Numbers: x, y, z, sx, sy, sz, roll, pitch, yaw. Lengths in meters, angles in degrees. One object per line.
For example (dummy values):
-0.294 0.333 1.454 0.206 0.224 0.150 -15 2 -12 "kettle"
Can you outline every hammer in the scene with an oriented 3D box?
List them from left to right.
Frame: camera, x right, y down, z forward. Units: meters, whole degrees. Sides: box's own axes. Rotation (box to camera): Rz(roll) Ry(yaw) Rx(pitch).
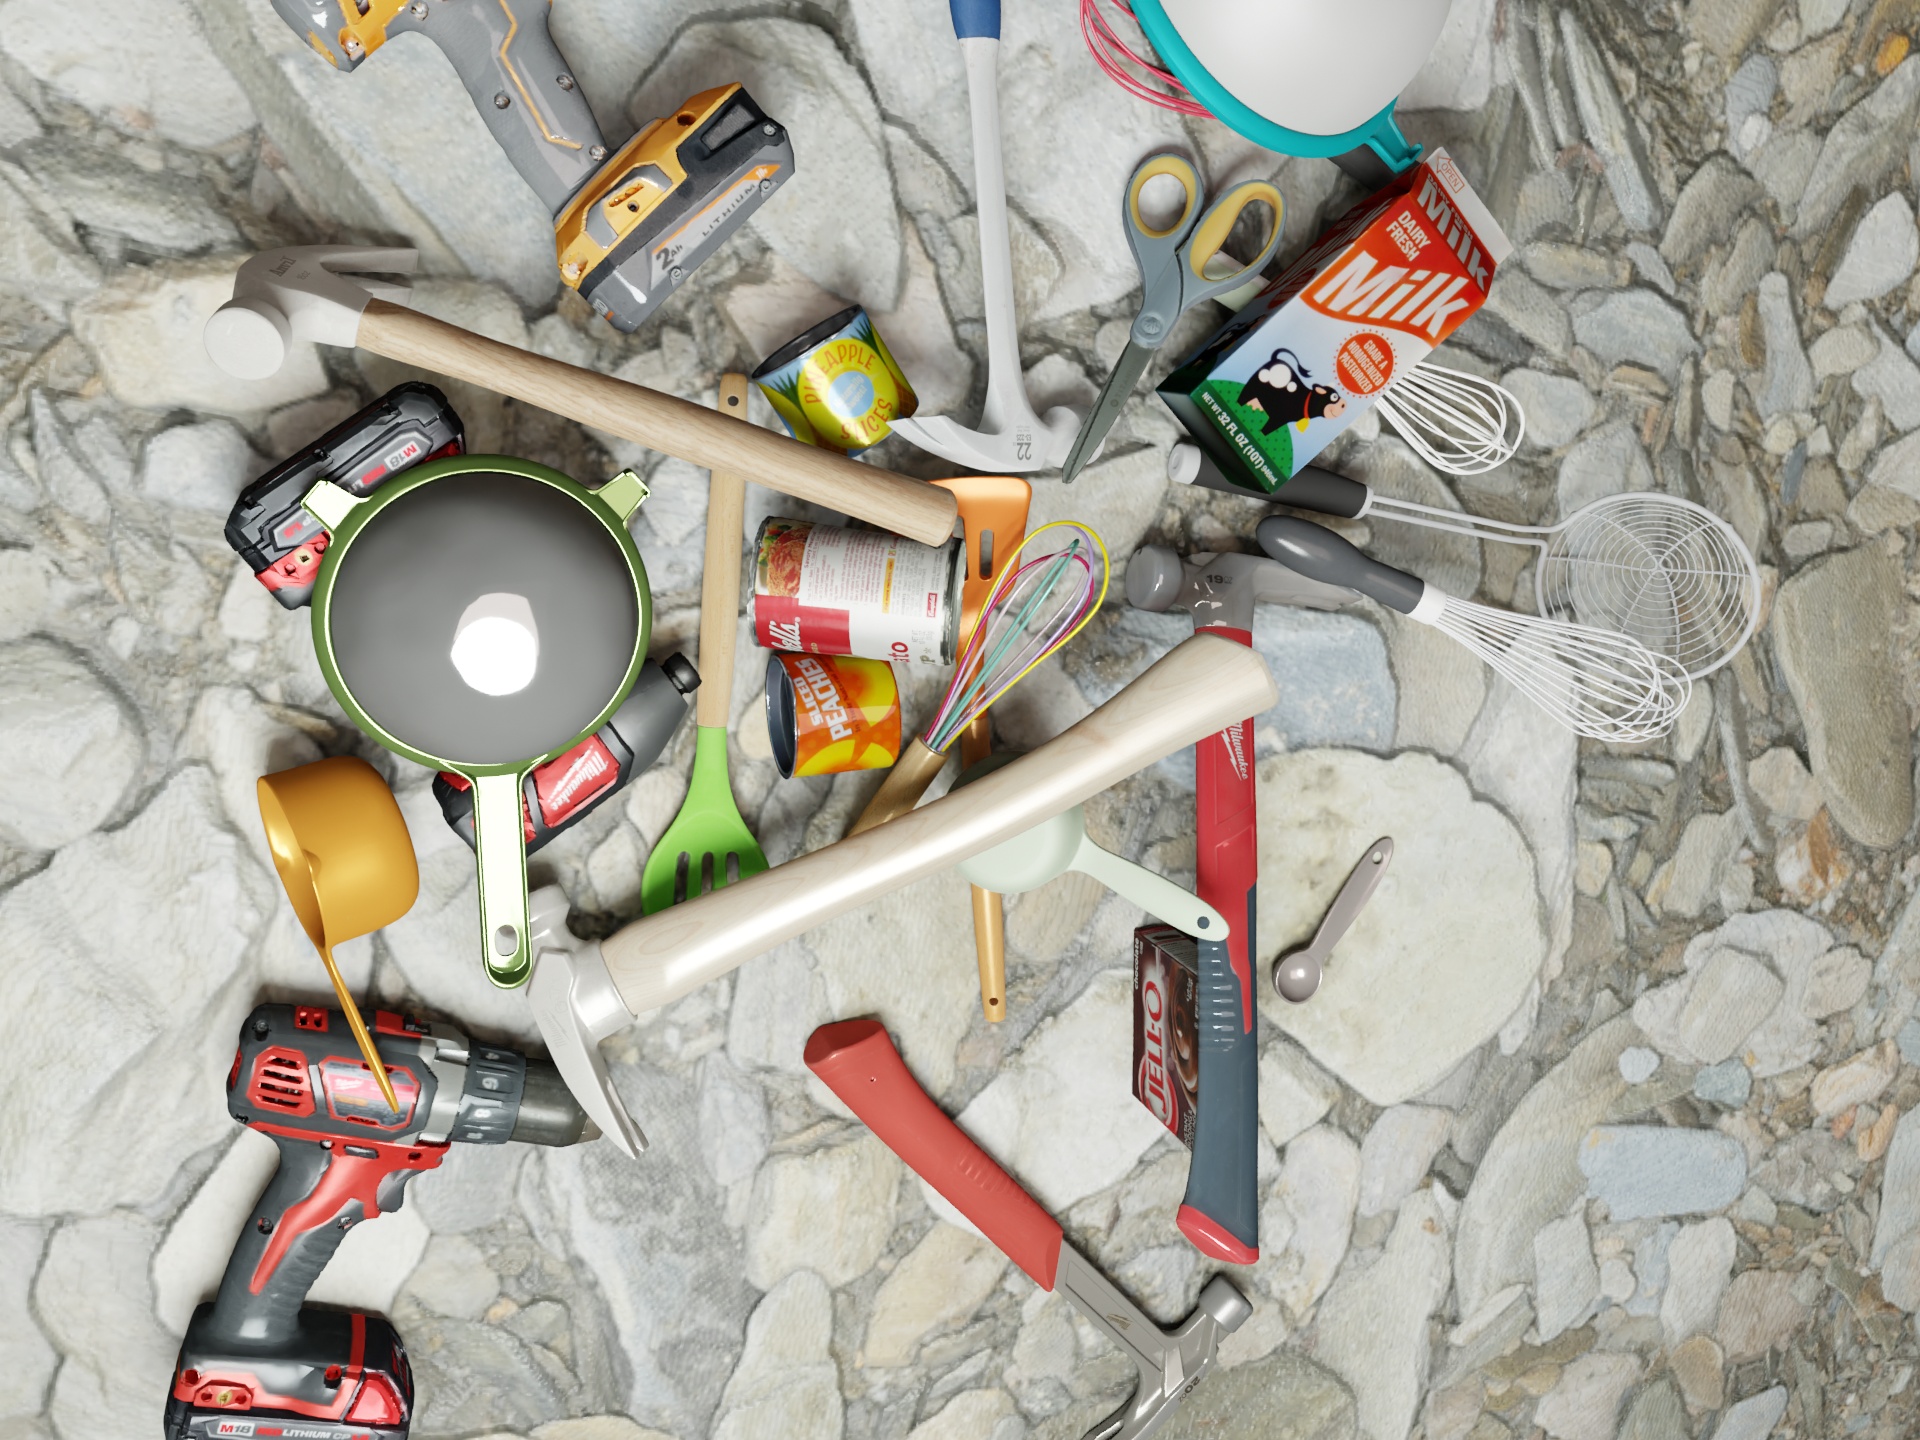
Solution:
-0.157 -0.145 0.733 0.331 0.130 0.031 17 120 -17 "hammer"
-0.025 0.074 0.811 0.410 0.038 0.146 -26 88 1 "hammer"
0.007 -0.326 0.789 0.144 0.035 0.405 -16 105 -49 "hammer"
0.027 0.310 0.960 0.149 0.037 0.358 -45 112 -5 "hammer"
0.161 0.097 0.882 0.143 0.038 0.386 6 77 -22 "hammer"

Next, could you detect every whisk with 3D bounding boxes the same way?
0.000 -0.001 0.845 0.047 0.051 0.245 29 110 -17 "whisk"
0.181 -0.329 0.862 0.295 0.073 0.073 20 95 -28 "whisk"
0.222 -0.209 0.908 0.246 0.058 0.059 26 123 -18 "whisk"
0.296 -0.055 0.923 0.284 0.070 0.070 22 94 -10 "whisk"

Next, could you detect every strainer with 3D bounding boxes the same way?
-0.208 0.011 0.719 0.151 0.069 0.256 -5 106 -22 "strainer"
0.124 -0.396 0.738 0.340 0.095 0.211 3 80 -35 "strainer"

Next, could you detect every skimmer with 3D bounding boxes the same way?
0.296 -0.100 0.933 0.363 0.090 0.127 9 133 -18 "skimmer"

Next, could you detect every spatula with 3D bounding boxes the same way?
0.008 0.024 0.886 0.081 0.041 0.322 -4 106 2 "spatula"

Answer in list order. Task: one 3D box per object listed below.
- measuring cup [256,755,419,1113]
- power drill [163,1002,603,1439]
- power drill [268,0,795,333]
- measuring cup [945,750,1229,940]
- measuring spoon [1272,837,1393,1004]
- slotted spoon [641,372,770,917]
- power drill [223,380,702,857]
-0.282 0.100 0.767 0.052 0.095 0.173 -23 98 -31 "measuring cup"
-0.294 0.263 0.818 0.187 0.080 0.226 15 94 -22 "power drill"
-0.177 -0.317 0.728 0.185 0.084 0.226 -47 108 -6 "power drill"
0.064 0.076 0.841 0.168 0.038 0.083 28 102 16 "measuring cup"
0.235 0.124 1.005 0.034 0.018 0.124 40 80 -22 "measuring spoon"
-0.127 -0.023 0.837 0.070 0.031 0.313 3 99 -10 "slotted spoon"
-0.232 -0.047 0.770 0.143 0.079 0.219 -37 114 -8 "power drill"
